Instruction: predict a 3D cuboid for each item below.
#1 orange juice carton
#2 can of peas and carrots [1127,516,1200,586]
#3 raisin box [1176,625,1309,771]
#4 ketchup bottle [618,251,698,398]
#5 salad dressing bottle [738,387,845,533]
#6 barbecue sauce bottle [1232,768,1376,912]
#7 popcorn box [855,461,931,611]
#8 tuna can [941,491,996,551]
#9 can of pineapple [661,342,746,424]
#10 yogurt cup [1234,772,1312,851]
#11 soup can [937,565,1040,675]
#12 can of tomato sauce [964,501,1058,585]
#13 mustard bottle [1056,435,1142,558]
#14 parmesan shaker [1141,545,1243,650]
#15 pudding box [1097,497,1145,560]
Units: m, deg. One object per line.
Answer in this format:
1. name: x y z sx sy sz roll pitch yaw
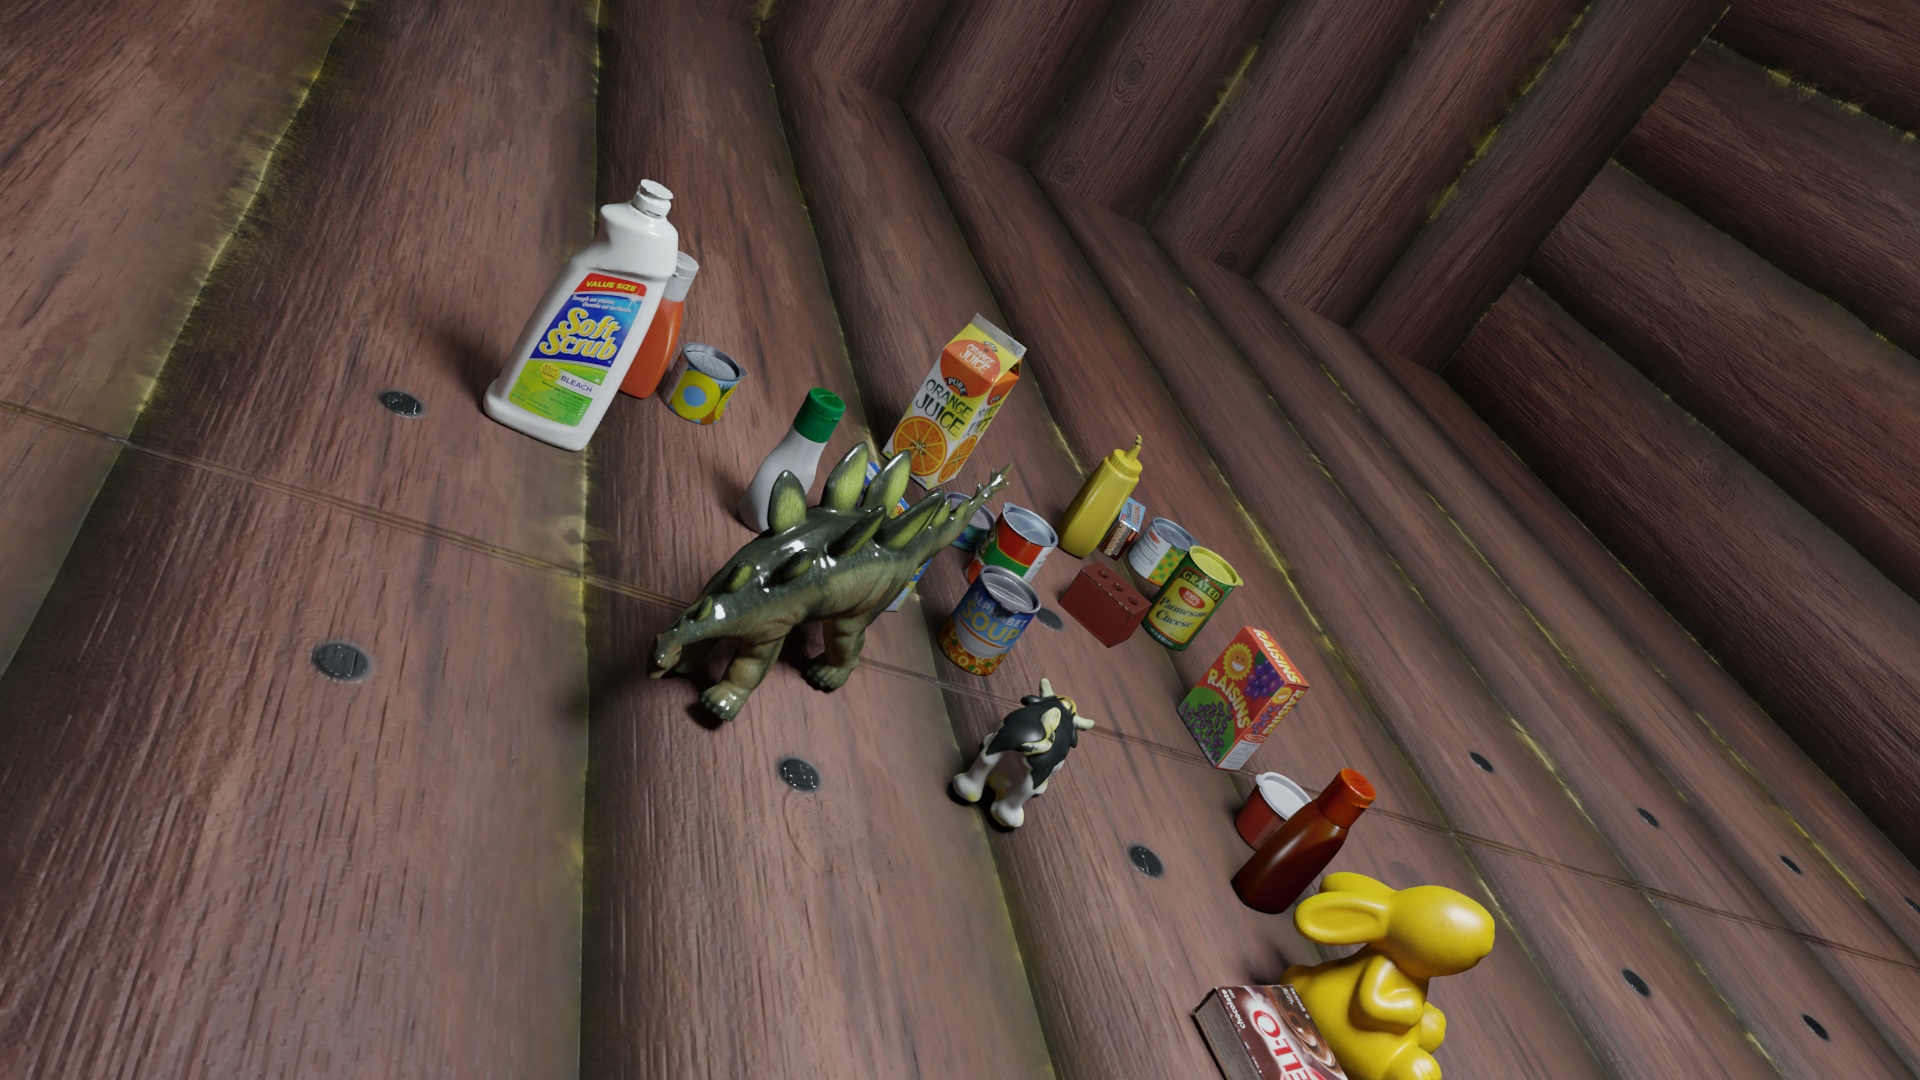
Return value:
1. orange juice carton: -0.002 -0.156 1.553 0.072 0.191 0.073 39 26 12
2. can of peas and carrots: 0.248 0.014 1.691 0.071 0.058 0.071 26 26 -14
3. raisin box: 0.284 0.160 1.404 0.040 0.123 0.086 14 31 -34
4. ketchup bottle: -0.304 -0.214 1.364 0.065 0.148 0.044 29 26 -9
5. salad dressing bottle: -0.155 -0.073 1.288 0.044 0.147 0.064 43 27 20
6. barbecue sauce bottle: 0.305 0.263 1.218 0.065 0.148 0.044 14 31 -34
7. popcorn box: -0.084 -0.005 1.322 0.038 0.085 0.127 4 38 -45
8. tuna can: 0.005 -0.019 1.505 0.071 0.032 0.071 26 26 -14
9. can of pineapple: -0.263 -0.159 1.419 0.071 0.057 0.071 26 26 -14
10. yogurt cup: 0.298 0.263 1.319 0.072 0.053 0.073 26 26 -14
11. soup can: 0.026 0.077 1.304 0.071 0.083 0.072 26 26 -14
12. can of tomato sauce: 0.050 0.014 1.441 0.071 0.082 0.071 26 26 -14
13. mustard bottle: 0.168 -0.055 1.605 0.049 0.159 0.065 28 26 -12
14. parmesan shaker: 0.259 0.067 1.560 0.071 0.102 0.071 26 26 -14
15. pudding box: 0.197 -0.016 1.697 0.030 0.049 0.084 32 26 -1
